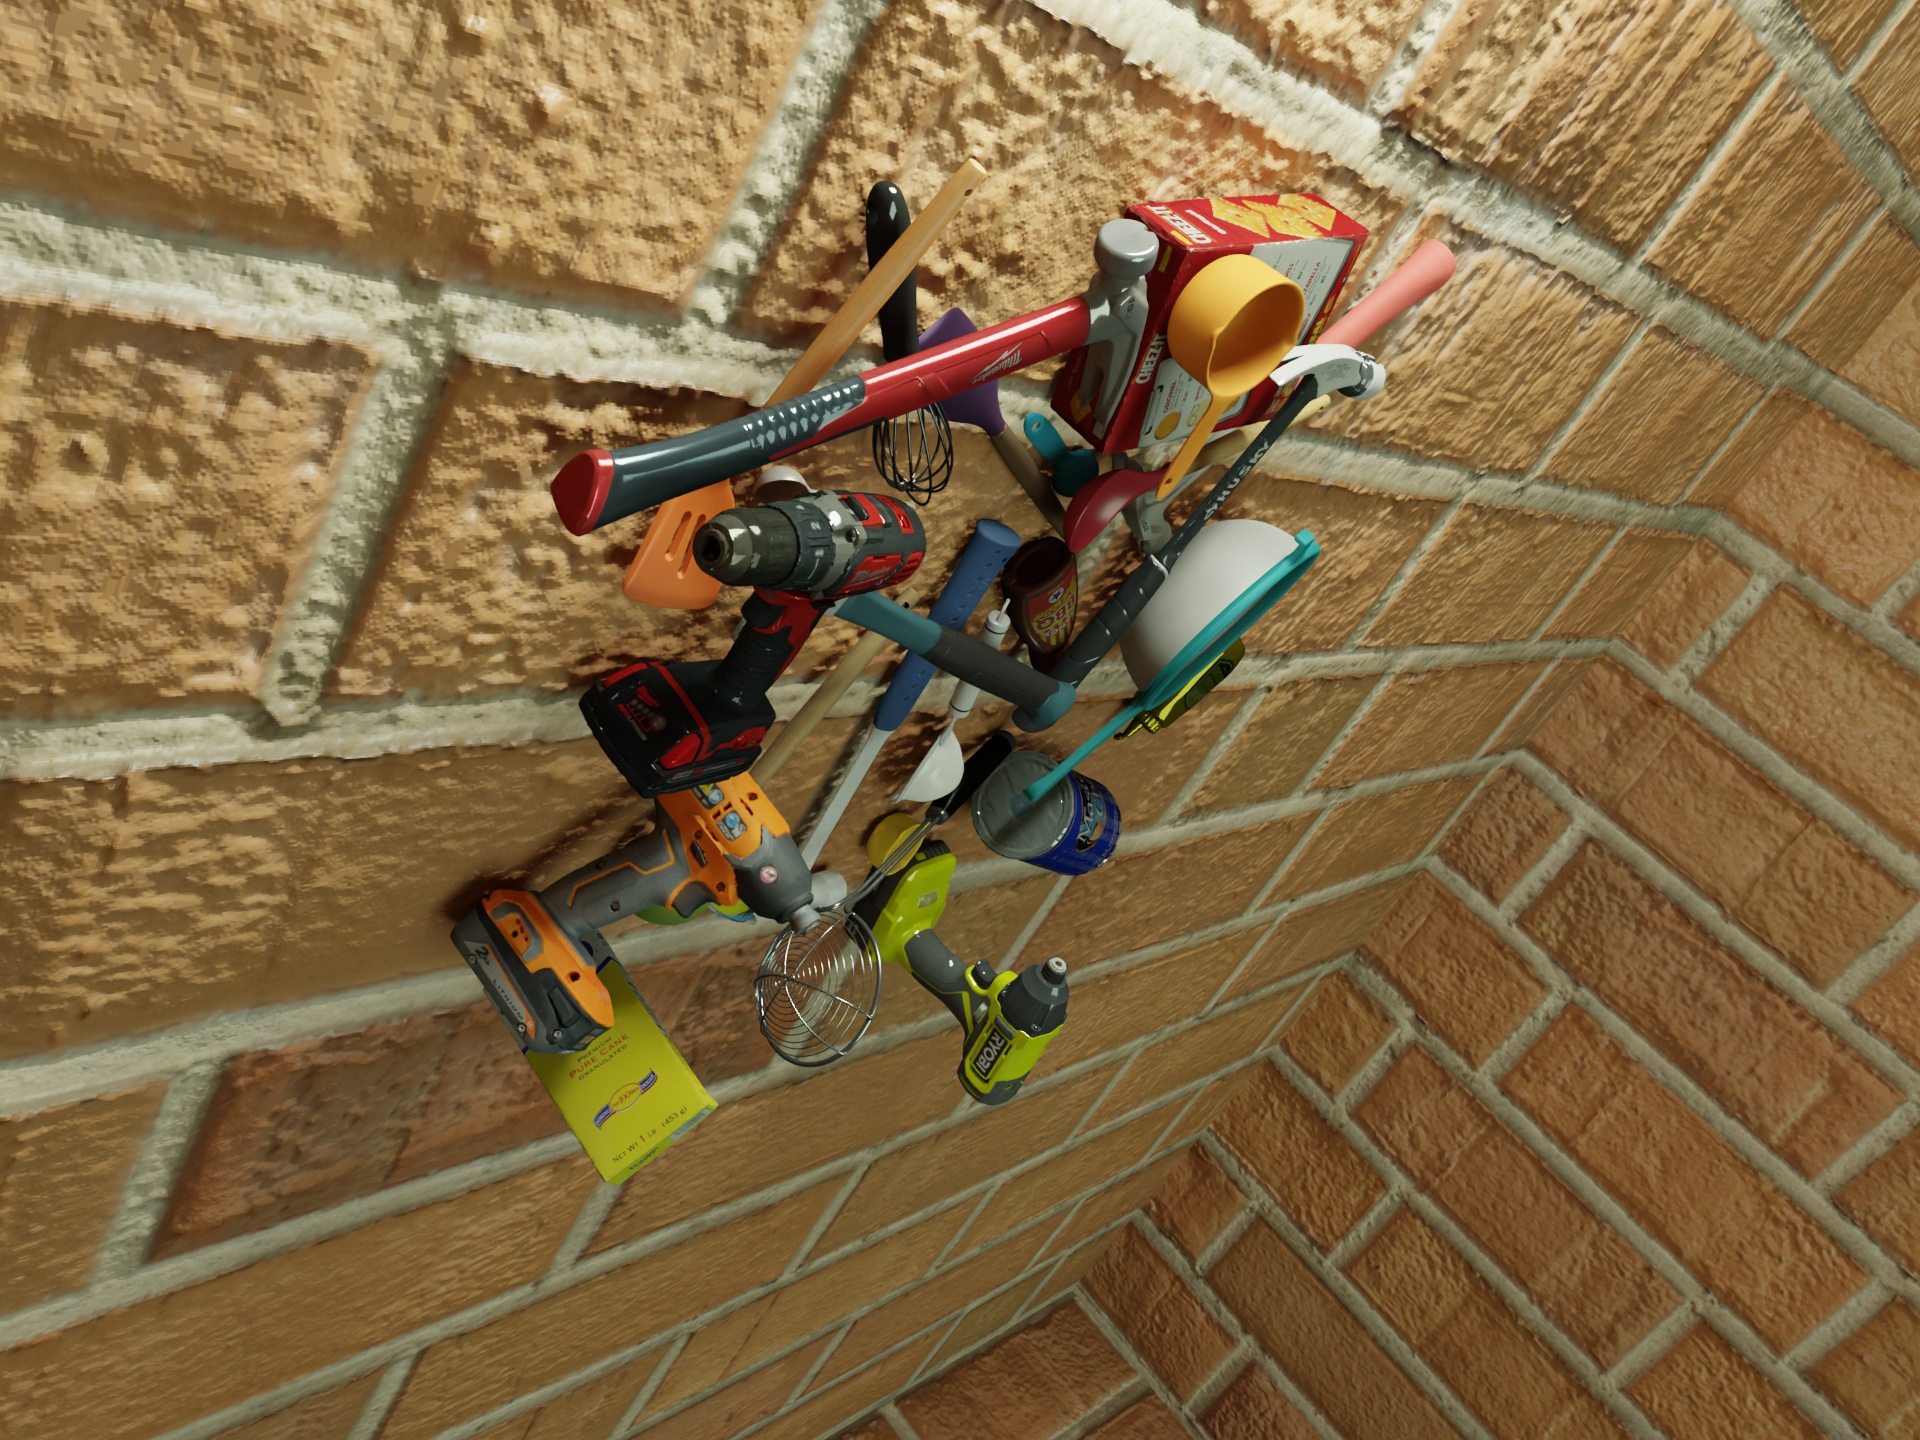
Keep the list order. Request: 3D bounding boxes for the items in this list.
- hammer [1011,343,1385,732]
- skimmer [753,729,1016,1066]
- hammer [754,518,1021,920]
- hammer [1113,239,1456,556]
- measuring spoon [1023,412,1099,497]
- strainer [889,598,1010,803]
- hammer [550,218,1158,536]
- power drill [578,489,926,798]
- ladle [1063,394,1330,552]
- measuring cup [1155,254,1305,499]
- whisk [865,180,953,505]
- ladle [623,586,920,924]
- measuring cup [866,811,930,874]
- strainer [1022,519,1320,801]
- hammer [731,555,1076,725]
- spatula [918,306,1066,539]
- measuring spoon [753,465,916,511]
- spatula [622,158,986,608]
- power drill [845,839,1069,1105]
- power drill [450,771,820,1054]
[{"bbox_3d":[0.168,-0.136,1.272,0.149,0.036,0.408,-4,140,-52],"label":"hammer"},{"bbox_3d":[-0.046,0.140,1.360,0.363,0.127,0.090,-45,126,-41],"label":"skimmer"},{"bbox_3d":[-0.069,0.013,1.284,0.144,0.035,0.405,-6,135,-51],"label":"hammer"},{"bbox_3d":[0.274,-0.287,1.334,0.359,0.037,0.149,-41,153,-6],"label":"hammer"},{"bbox_3d":[0.077,-0.198,1.198,0.042,0.021,0.128,-47,155,6],"label":"measuring spoon"},{"bbox_3d":[-0.002,-0.004,1.321,0.087,0.050,0.258,-53,170,-47],"label":"strainer"},{"bbox_3d":[-0.052,-0.177,0.930,0.386,0.038,0.143,-25,151,-24],"label":"hammer"},{"bbox_3d":[-0.138,-0.053,0.972,0.226,0.080,0.188,-45,164,27],"label":"power drill"},{"bbox_3d":[0.191,-0.209,1.265,0.315,0.031,0.069,-28,152,-31],"label":"ladle"},{"bbox_3d":[0.162,-0.234,1.080,0.095,0.052,0.173,-10,139,-45],"label":"measuring cup"},{"bbox_3d":[-0.035,-0.224,0.977,0.055,0.055,0.238,-34,147,-20],"label":"whisk"},{"bbox_3d":[-0.140,0.023,1.196,0.078,0.062,0.320,41,85,-19],"label":"ladle"},{"bbox_3d":[-0.029,0.078,1.458,0.156,0.029,0.062,-45,156,-26],"label":"measuring cup"},{"bbox_3d":[0.165,-0.069,1.423,0.340,0.095,0.211,-41,172,5],"label":"strainer"},{"bbox_3d":[-0.018,-0.056,1.190,0.128,0.033,0.330,-49,141,14],"label":"hammer"},{"bbox_3d":[0.032,-0.197,1.142,0.060,0.018,0.315,-42,153,4],"label":"spatula"},{"bbox_3d":[-0.079,-0.148,1.028,0.124,0.018,0.034,4,159,-39],"label":"measuring spoon"},{"bbox_3d":[-0.089,-0.191,0.929,0.322,0.041,0.081,-46,155,23],"label":"spatula"},{"bbox_3d":[0.003,0.223,1.477,0.080,0.223,0.171,-15,141,-45],"label":"power drill"},{"bbox_3d":[-0.217,0.133,1.107,0.226,0.164,0.084,-38,169,-7],"label":"power drill"}]
